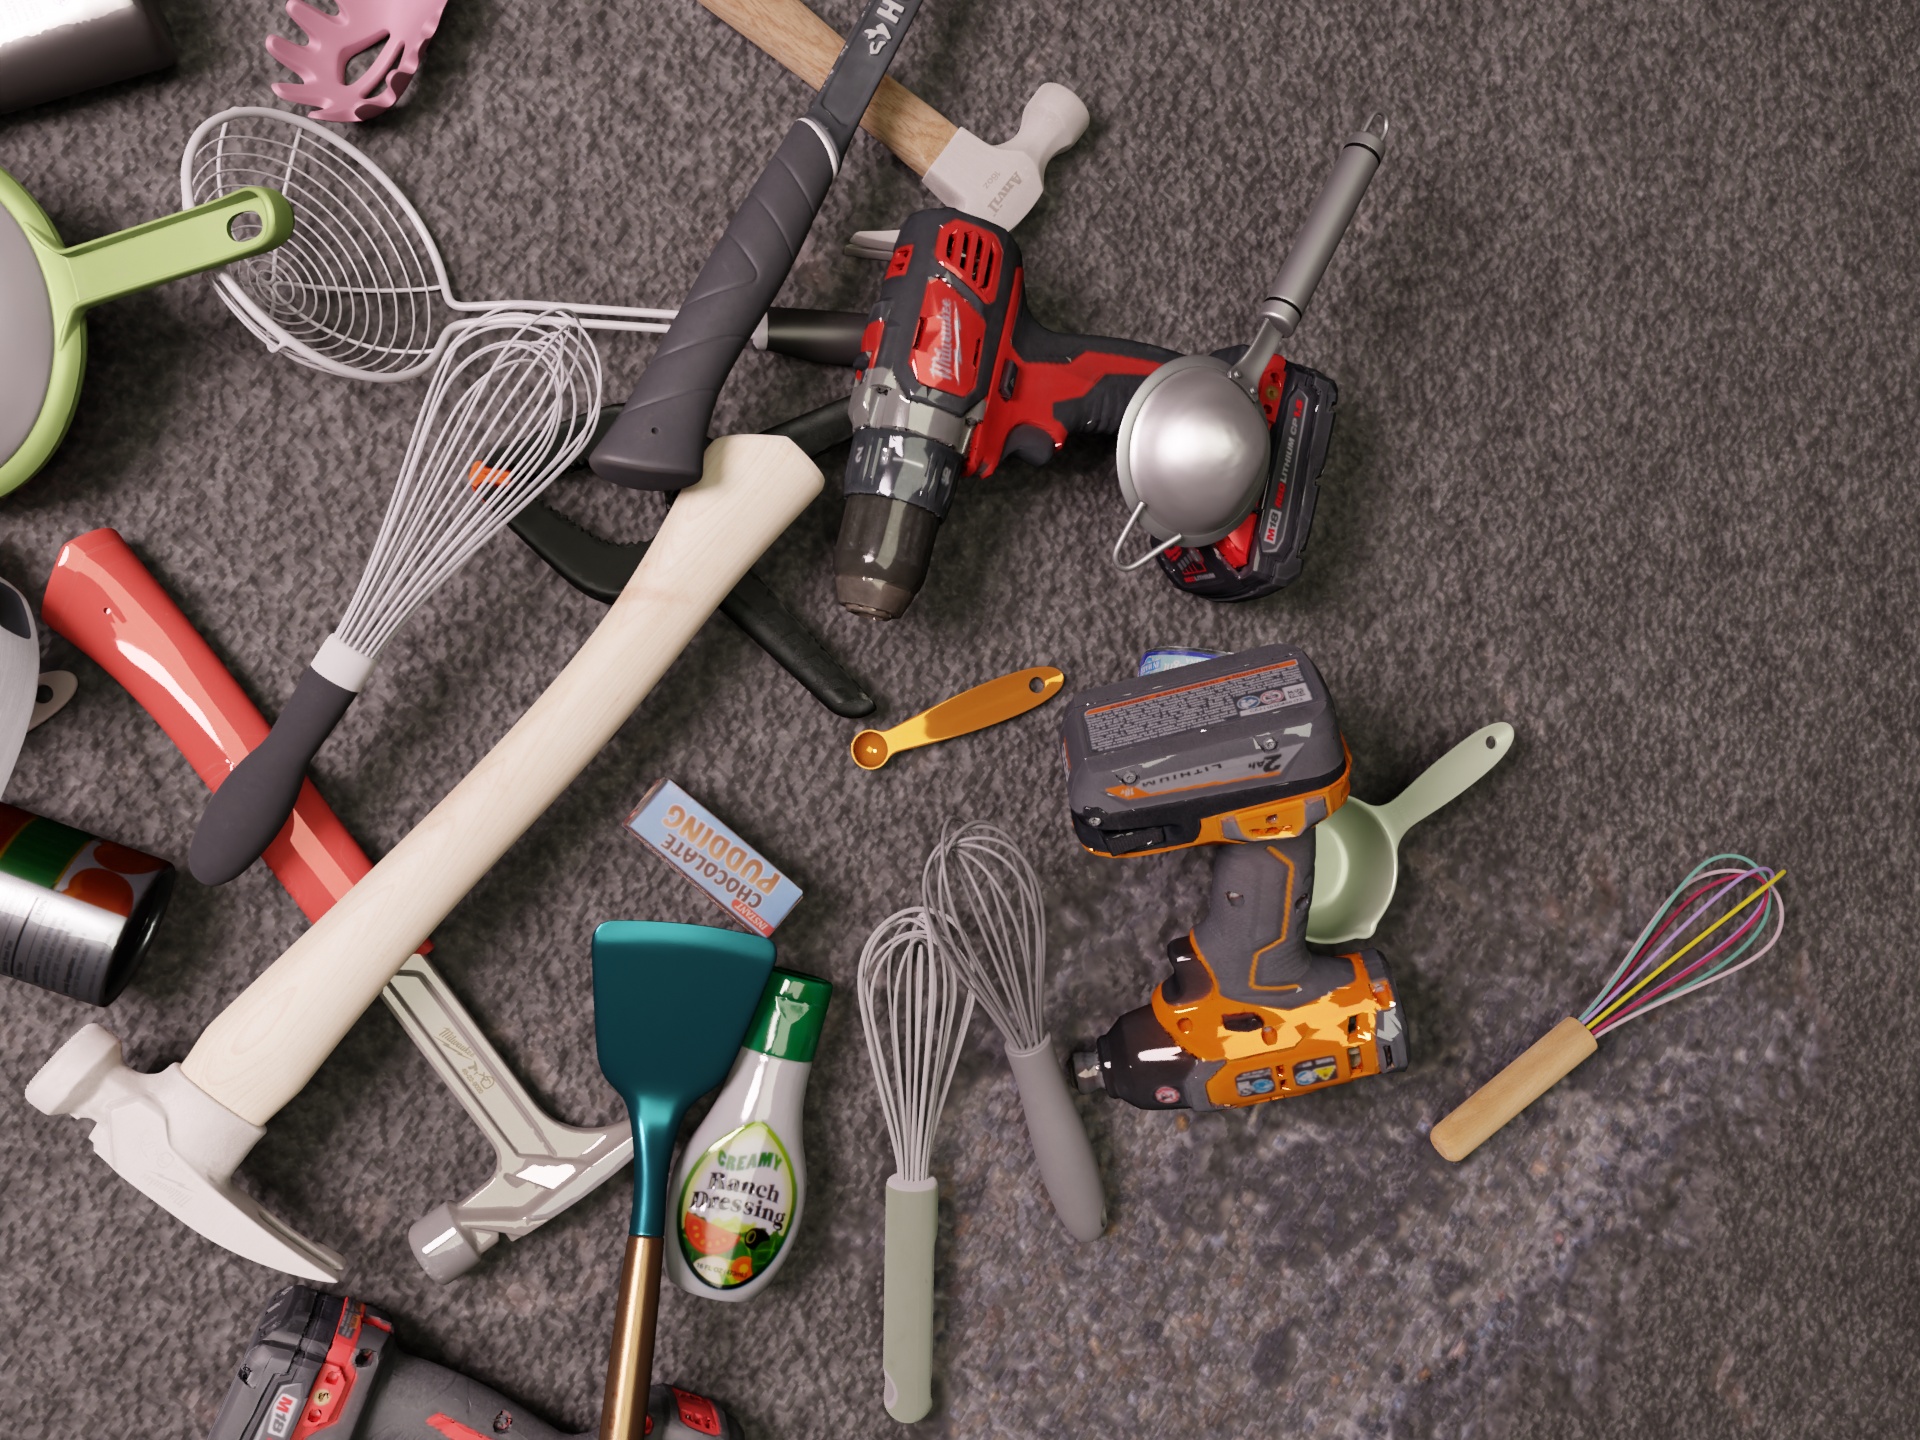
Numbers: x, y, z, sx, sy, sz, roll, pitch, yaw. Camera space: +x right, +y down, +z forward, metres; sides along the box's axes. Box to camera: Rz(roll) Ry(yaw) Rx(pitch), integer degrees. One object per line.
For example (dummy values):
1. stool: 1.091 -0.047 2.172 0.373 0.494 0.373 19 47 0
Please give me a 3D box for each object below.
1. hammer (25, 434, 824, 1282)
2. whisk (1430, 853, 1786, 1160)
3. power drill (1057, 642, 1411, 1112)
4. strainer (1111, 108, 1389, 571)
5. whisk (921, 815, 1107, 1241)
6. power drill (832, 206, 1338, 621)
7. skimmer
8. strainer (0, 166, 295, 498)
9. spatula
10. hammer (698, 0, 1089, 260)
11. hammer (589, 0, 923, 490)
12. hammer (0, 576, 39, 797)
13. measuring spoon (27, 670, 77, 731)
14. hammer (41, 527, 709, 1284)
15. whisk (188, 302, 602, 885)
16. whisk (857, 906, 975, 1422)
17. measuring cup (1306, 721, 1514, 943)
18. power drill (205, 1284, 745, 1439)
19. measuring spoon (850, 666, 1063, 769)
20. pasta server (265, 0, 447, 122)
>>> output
1. hammer: -0.195 0.042 0.689 0.146 0.038 0.411 42 80 -11
2. whisk: 0.347 0.151 0.846 0.245 0.047 0.051 -36 97 -9
3. power drill: 0.112 0.090 0.734 0.164 0.084 0.226 -14 121 6
4. strainer: 0.142 -0.178 0.726 0.086 0.050 0.258 35 75 -31
5. whisk: 0.031 0.150 0.746 0.055 0.055 0.238 -23 112 -13
6. power drill: 0.052 -0.118 0.752 0.226 0.080 0.188 15 84 -20
7. skimmer: -0.147 -0.201 0.719 0.363 0.090 0.127 1 62 -15
8. strainer: -0.383 -0.167 0.616 0.256 0.069 0.151 -10 97 16
9. spatula: -0.137 0.247 0.676 0.082 0.044 0.318 10 73 -19
10. hammer: -0.102 -0.344 0.766 0.331 0.031 0.130 36 80 -9
11. hammer: -0.062 -0.280 0.727 0.149 0.036 0.409 27 74 -9
12. hammer: -0.493 0.071 0.630 0.331 0.033 0.128 -47 59 -2
13. measuring spoon: -0.437 0.013 0.678 0.124 0.018 0.034 -33 95 -12
14. hammer: -0.270 0.066 0.707 0.149 0.037 0.359 -36 96 -12
15. whisk: -0.239 -0.051 0.664 0.070 0.070 0.284 33 92 -10
16. whisk: -0.022 0.211 0.755 0.059 0.058 0.246 0 92 -21
17. measuring cup: 0.216 0.050 0.822 0.167 0.038 0.083 -34 95 -14
18. power drill: -0.217 0.343 0.690 0.219 0.078 0.143 24 82 -14
19. measuring spoon: -0.001 -0.003 0.788 0.117 0.011 0.021 -21 93 -17
20. pasta server: -0.201 -0.399 0.713 0.060 0.040 0.316 36 93 6
